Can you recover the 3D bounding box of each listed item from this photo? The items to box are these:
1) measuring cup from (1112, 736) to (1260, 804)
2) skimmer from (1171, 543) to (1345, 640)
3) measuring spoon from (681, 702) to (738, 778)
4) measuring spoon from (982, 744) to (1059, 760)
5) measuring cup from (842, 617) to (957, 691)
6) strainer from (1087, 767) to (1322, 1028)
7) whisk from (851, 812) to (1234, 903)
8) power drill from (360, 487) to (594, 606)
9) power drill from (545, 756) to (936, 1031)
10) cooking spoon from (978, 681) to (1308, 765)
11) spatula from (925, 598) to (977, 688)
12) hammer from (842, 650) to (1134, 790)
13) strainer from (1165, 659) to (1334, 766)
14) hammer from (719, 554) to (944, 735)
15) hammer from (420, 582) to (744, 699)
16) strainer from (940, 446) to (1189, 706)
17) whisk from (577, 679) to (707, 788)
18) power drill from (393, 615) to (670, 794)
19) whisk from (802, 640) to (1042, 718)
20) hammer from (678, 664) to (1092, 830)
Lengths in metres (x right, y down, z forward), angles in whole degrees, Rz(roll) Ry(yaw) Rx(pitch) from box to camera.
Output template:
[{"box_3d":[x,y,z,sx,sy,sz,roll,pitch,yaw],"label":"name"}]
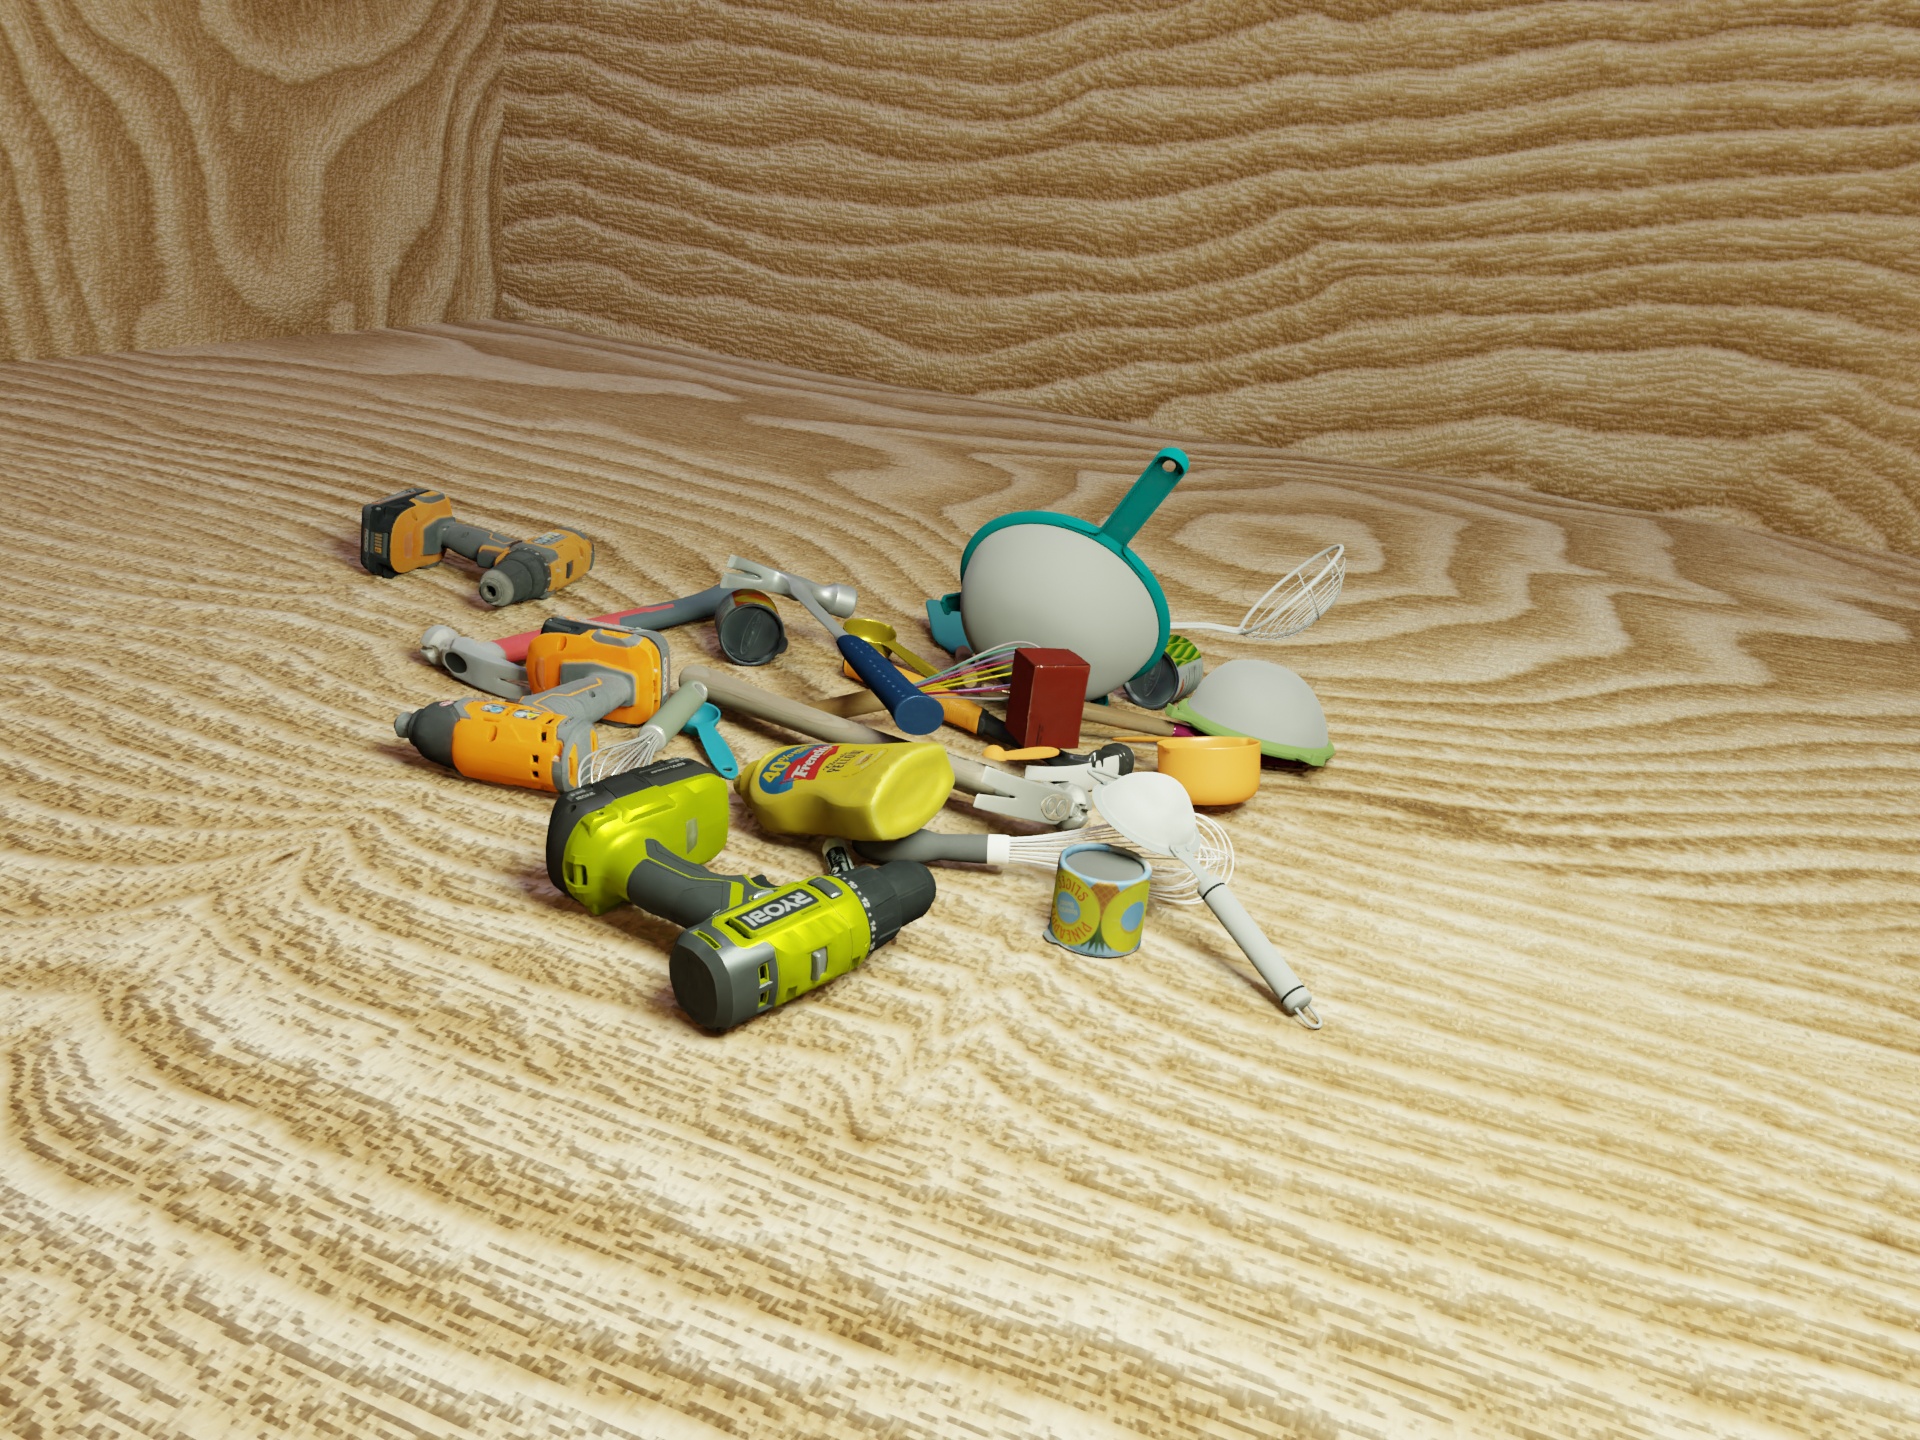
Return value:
[{"box_3d":[0.189,0.042,1.389,0.095,0.052,0.174,-5,5,-32],"label":"measuring cup"},{"box_3d":[0.194,-0.123,1.570,0.363,0.090,0.127,-1,13,7],"label":"skimmer"},{"box_3d":[-0.215,0.023,1.366,0.042,0.021,0.129,-6,32,-25],"label":"measuring spoon"},{"box_3d":[0.052,0.024,1.302,0.021,0.011,0.117,17,10,29],"label":"measuring spoon"},{"box_3d":[-0.062,-0.058,1.623,0.157,0.029,0.062,35,33,32],"label":"measuring cup"},{"box_3d":[0.170,0.108,1.096,0.086,0.050,0.259,-2,45,-42],"label":"strainer"},{"box_3d":[0.060,0.099,1.183,0.284,0.070,0.070,2,20,4],"label":"whisk"},{"box_3d":[-0.539,-0.182,1.735,0.226,0.084,0.185,14,23,9],"label":"power drill"},{"box_3d":[-0.148,0.105,1.054,0.190,0.080,0.229,-21,35,-41],"label":"power drill"},{"box_3d":[0.171,0.003,1.469,0.318,0.017,0.069,11,17,-10],"label":"cooking spoon"},{"box_3d":[0.004,-0.076,1.614,0.082,0.044,0.317,12,11,-5],"label":"spatula"},{"box_3d":[-0.002,-0.005,1.469,0.127,0.034,0.337,-11,26,-41],"label":"hammer"},{"box_3d":[0.303,-0.026,1.532,0.151,0.069,0.256,19,17,18],"label":"strainer"},{"box_3d":[-0.109,-0.073,1.436,0.144,0.035,0.406,14,14,-26],"label":"hammer"},{"box_3d":[-0.337,-0.091,1.598,0.143,0.038,0.386,21,25,31],"label":"hammer"},{"box_3d":[0.104,-0.114,1.420,0.211,0.340,0.095,33,54,-3],"label":"strainer"},{"box_3d":[-0.254,0.019,1.293,0.059,0.057,0.246,-34,12,22],"label":"whisk"},{"box_3d":[-0.353,-0.015,1.331,0.164,0.084,0.226,9,24,10],"label":"power drill"},{"box_3d":[-0.028,-0.027,1.426,0.245,0.051,0.047,-12,22,12],"label":"whisk"},{"box_3d":[-0.093,0.013,1.336,0.411,0.038,0.146,18,1,35],"label":"hammer"}]
